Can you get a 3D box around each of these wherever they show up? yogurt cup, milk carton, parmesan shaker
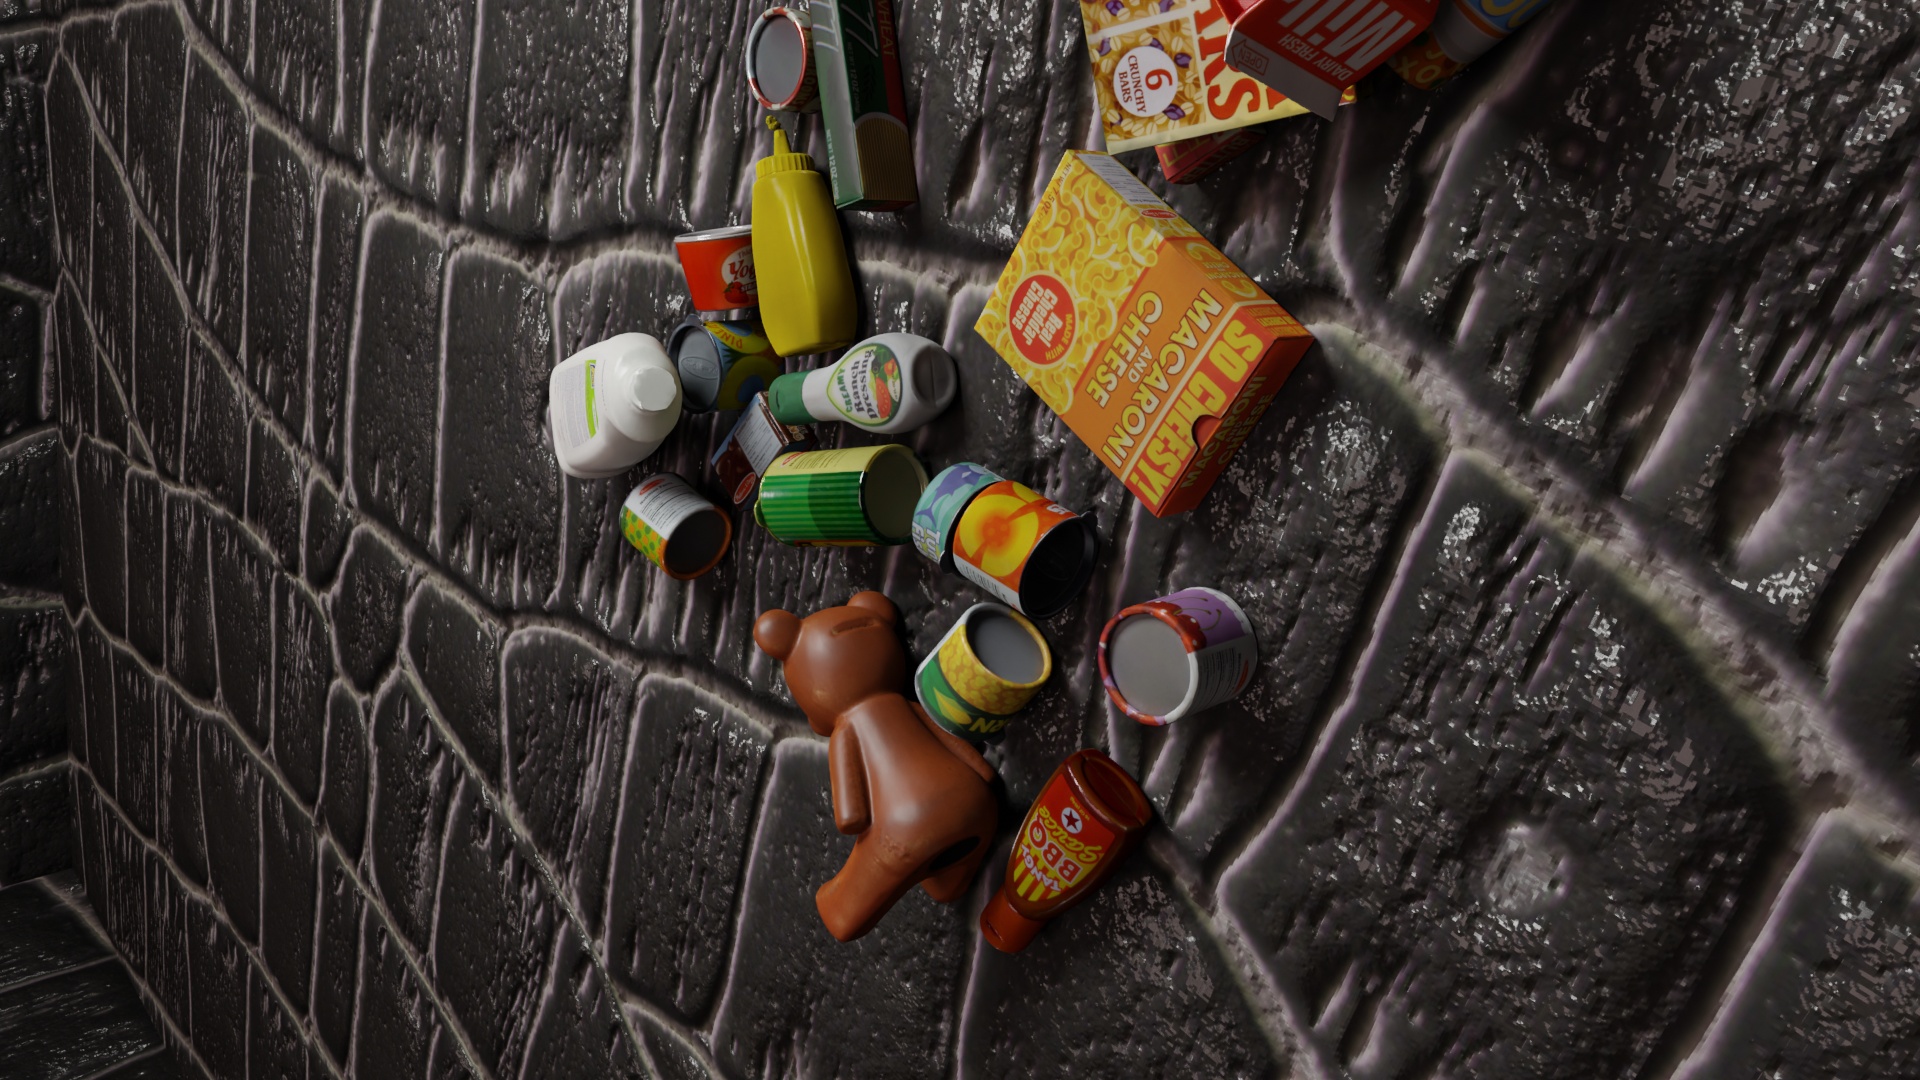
[{"bbox_3d":[-0.163,-0.192,0.978,0.072,0.073,0.053,9,113,43],"label":"yogurt cup"},{"bbox_3d":[0.158,-0.272,0.555,0.073,0.072,0.190,26,100,54],"label":"milk carton"},{"bbox_3d":[-0.078,-0.027,0.920,0.103,0.071,0.071,0,98,45],"label":"parmesan shaker"}]

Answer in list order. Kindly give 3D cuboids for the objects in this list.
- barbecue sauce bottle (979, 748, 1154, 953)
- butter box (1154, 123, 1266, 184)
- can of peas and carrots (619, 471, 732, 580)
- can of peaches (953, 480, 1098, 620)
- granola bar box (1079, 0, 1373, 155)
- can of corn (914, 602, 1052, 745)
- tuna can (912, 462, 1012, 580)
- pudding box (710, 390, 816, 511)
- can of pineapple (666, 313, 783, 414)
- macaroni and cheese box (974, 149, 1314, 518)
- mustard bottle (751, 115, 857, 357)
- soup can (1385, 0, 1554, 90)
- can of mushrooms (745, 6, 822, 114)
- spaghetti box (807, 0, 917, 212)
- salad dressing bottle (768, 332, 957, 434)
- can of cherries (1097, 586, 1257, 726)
[{"bbox_3d":[0.059,0.197,0.850,0.065,0.044,0.147,48,128,26],"label":"barbecue sauce bottle"},{"bbox_3d":[0.115,-0.242,0.718,0.053,0.024,0.103,-26,80,43],"label":"butter box"},{"bbox_3d":[-0.217,-0.009,1.067,0.059,0.071,0.070,34,121,34],"label":"can of peas and carrots"},{"bbox_3d":[0.039,0.003,0.816,0.058,0.071,0.071,30,119,37],"label":"can of peaches"},{"bbox_3d":[0.116,-0.276,0.648,0.124,0.039,0.165,-5,106,29],"label":"granola bar box"},{"bbox_3d":[0.016,0.082,0.853,0.071,0.071,0.058,55,131,21],"label":"can of corn"},{"bbox_3d":[0.003,-0.011,0.844,0.033,0.071,0.070,31,119,38],"label":"tuna can"},{"bbox_3d":[-0.144,-0.065,1.007,0.083,0.030,0.050,-48,66,39],"label":"pudding box"},{"bbox_3d":[-0.169,-0.127,0.999,0.071,0.058,0.071,11,106,43],"label":"can of pineapple"},{"bbox_3d":[0.092,-0.113,0.755,0.167,0.040,0.123,50,129,26],"label":"macaroni and cheese box"},{"bbox_3d":[-0.109,-0.206,0.931,0.065,0.049,0.160,-6,93,45],"label":"mustard bottle"},{"bbox_3d":[0.217,-0.240,0.587,0.083,0.071,0.071,-35,74,44],"label":"soup can"},{"bbox_3d":[-0.109,-0.316,0.919,0.071,0.033,0.071,10,105,43],"label":"can of mushrooms"},{"bbox_3d":[-0.069,-0.332,0.864,0.028,0.050,0.249,-4,95,43],"label":"spaghetti box"},{"bbox_3d":[-0.068,-0.099,0.915,0.147,0.044,0.064,-3,95,45],"label":"salad dressing bottle"},{"bbox_3d":[0.115,0.061,0.755,0.071,0.058,0.071,11,106,42],"label":"can of cherries"}]
